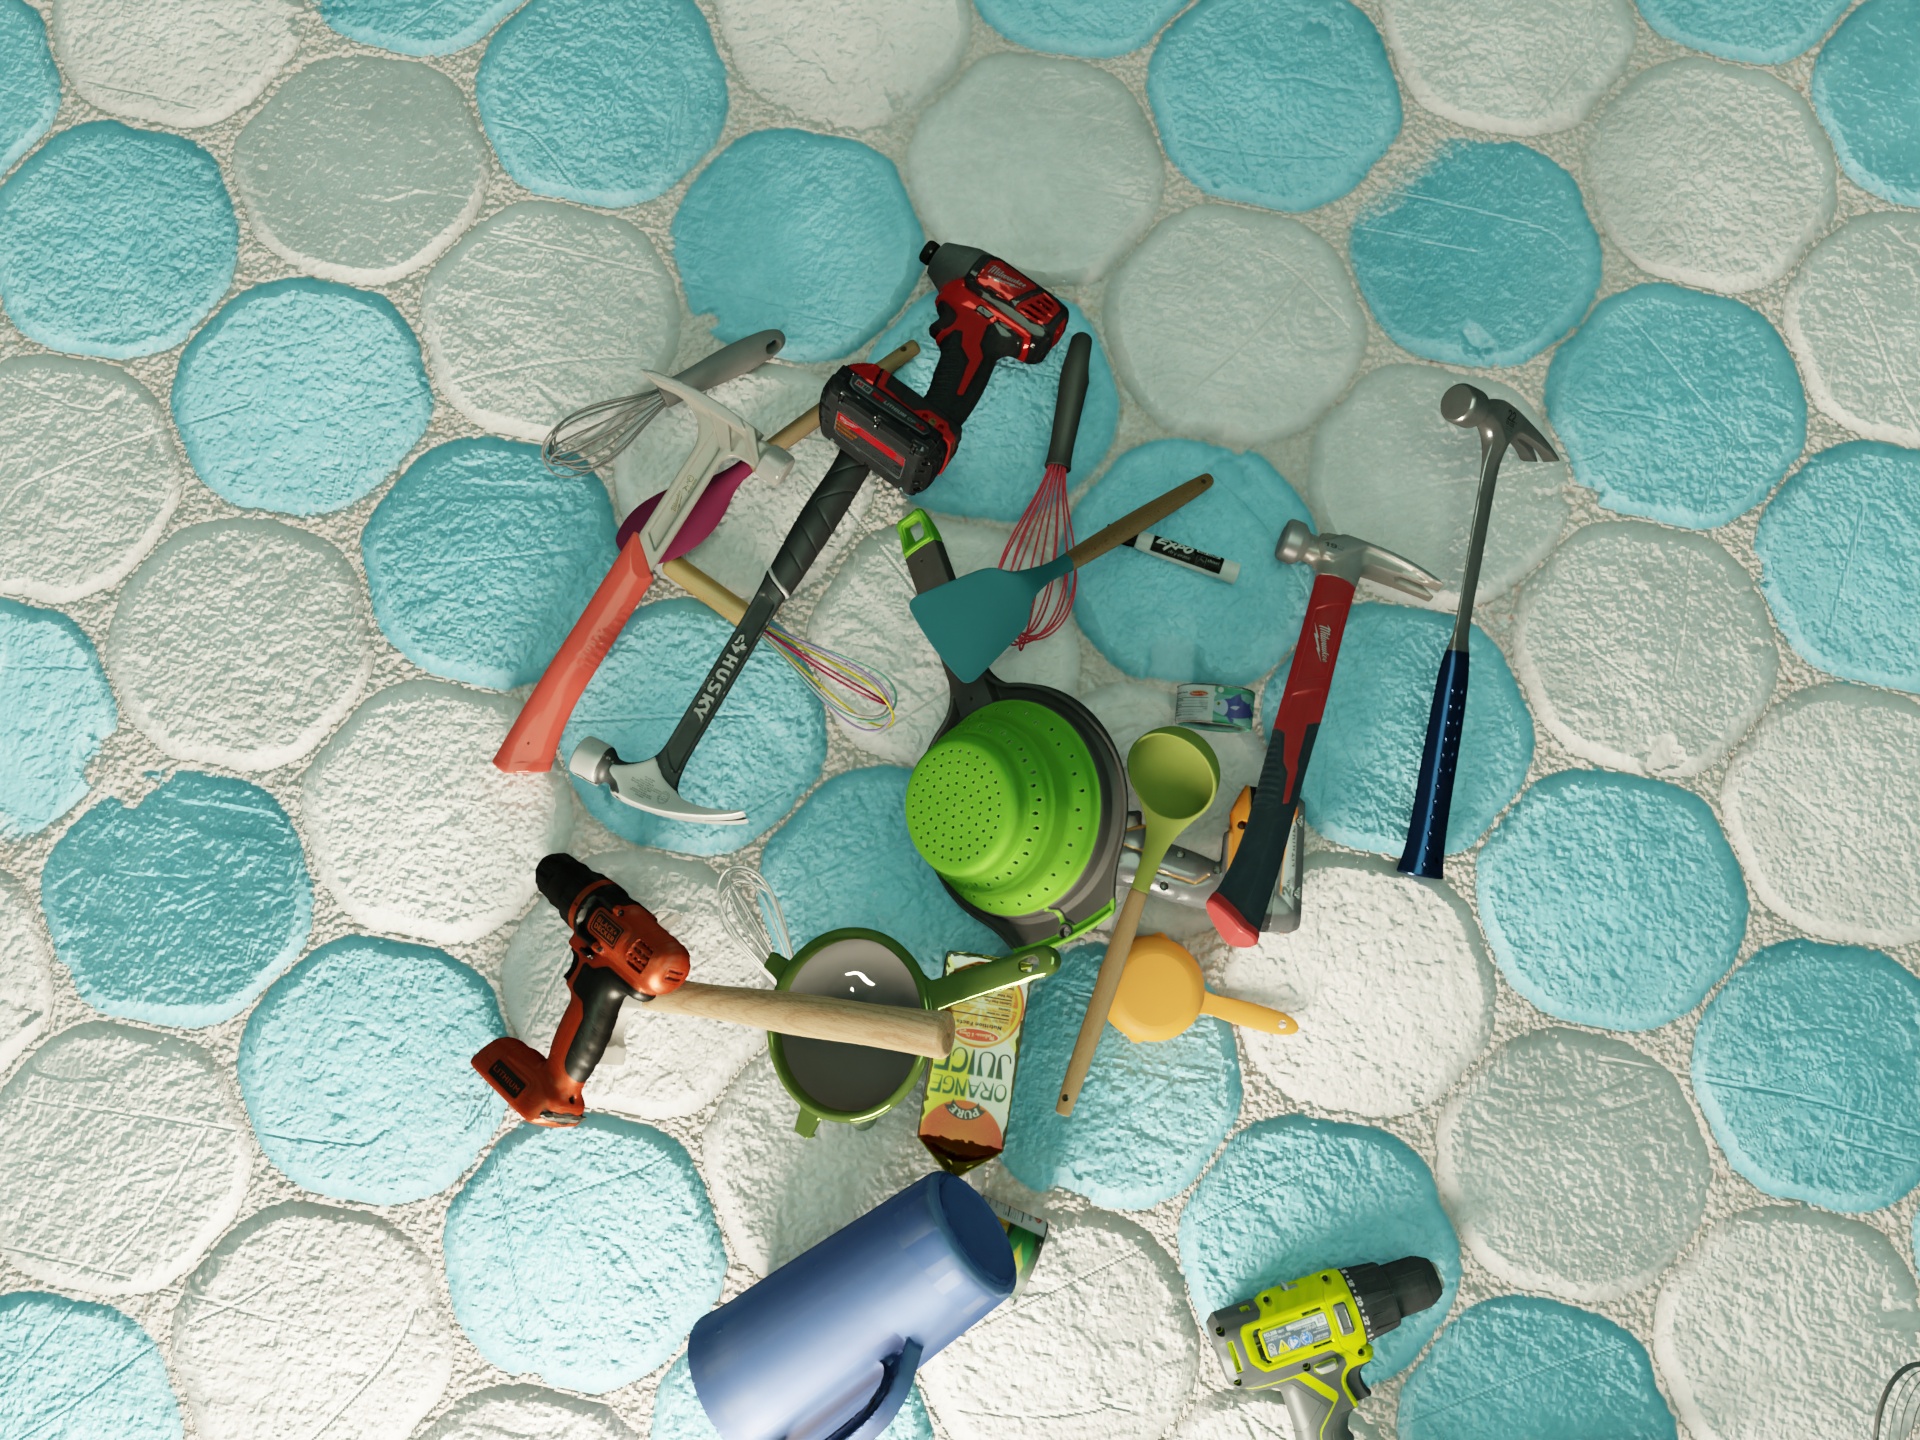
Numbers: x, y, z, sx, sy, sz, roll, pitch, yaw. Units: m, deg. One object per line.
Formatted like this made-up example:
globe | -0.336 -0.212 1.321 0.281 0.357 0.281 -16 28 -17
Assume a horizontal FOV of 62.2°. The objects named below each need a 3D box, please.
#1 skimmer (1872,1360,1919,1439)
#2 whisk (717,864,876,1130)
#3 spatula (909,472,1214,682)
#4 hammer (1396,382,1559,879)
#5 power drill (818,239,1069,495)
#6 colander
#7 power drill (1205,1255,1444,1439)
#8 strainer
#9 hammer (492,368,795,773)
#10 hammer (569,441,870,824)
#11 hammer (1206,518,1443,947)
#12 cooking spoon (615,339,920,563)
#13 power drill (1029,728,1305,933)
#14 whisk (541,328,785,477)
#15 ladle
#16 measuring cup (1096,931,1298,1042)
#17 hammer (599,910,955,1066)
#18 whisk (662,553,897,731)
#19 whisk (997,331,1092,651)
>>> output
skimmer | 0.638 0.590 1.286 0.363 0.090 0.127 -5 86 9
whisk | -0.134 0.230 1.322 0.059 0.058 0.246 -31 87 31
spatula | 0.101 -0.138 1.323 0.317 0.044 0.082 -32 82 -32
hammer | 0.427 -0.068 1.346 0.144 0.035 0.405 10 89 -41
power drill | -0.019 -0.313 1.362 0.143 0.078 0.220 36 69 3
colander | -0.002 -0.004 1.294 0.204 0.094 0.397 -32 68 31
power drill | 0.321 0.553 1.266 0.190 0.080 0.228 -18 80 -2
strainer | -0.029 0.225 1.250 0.256 0.069 0.152 -22 69 20
hammer | -0.296 -0.114 1.346 0.149 0.037 0.359 33 91 1
hammer | -0.158 -0.097 1.334 0.149 0.036 0.409 26 73 9
hammer | 0.287 0.012 1.292 0.143 0.038 0.386 21 63 1
cooking spoon | -0.165 -0.239 1.391 0.319 0.017 0.069 -37 67 -7
power drill | 0.168 0.088 1.327 0.226 0.084 0.185 3 81 5
whisk | -0.257 -0.281 1.389 0.239 0.055 0.055 -30 84 -9
ladle | 0.128 0.158 1.255 0.078 0.062 0.320 18 87 28
measuring cup | 0.199 0.233 1.317 0.173 0.052 0.095 15 83 4
hammer | -0.154 0.225 1.256 0.331 0.031 0.130 2 79 28
whisk | -0.154 -0.071 1.362 0.245 0.047 0.051 35 85 7
whisk | 0.081 -0.200 1.373 0.073 0.073 0.296 11 77 1
